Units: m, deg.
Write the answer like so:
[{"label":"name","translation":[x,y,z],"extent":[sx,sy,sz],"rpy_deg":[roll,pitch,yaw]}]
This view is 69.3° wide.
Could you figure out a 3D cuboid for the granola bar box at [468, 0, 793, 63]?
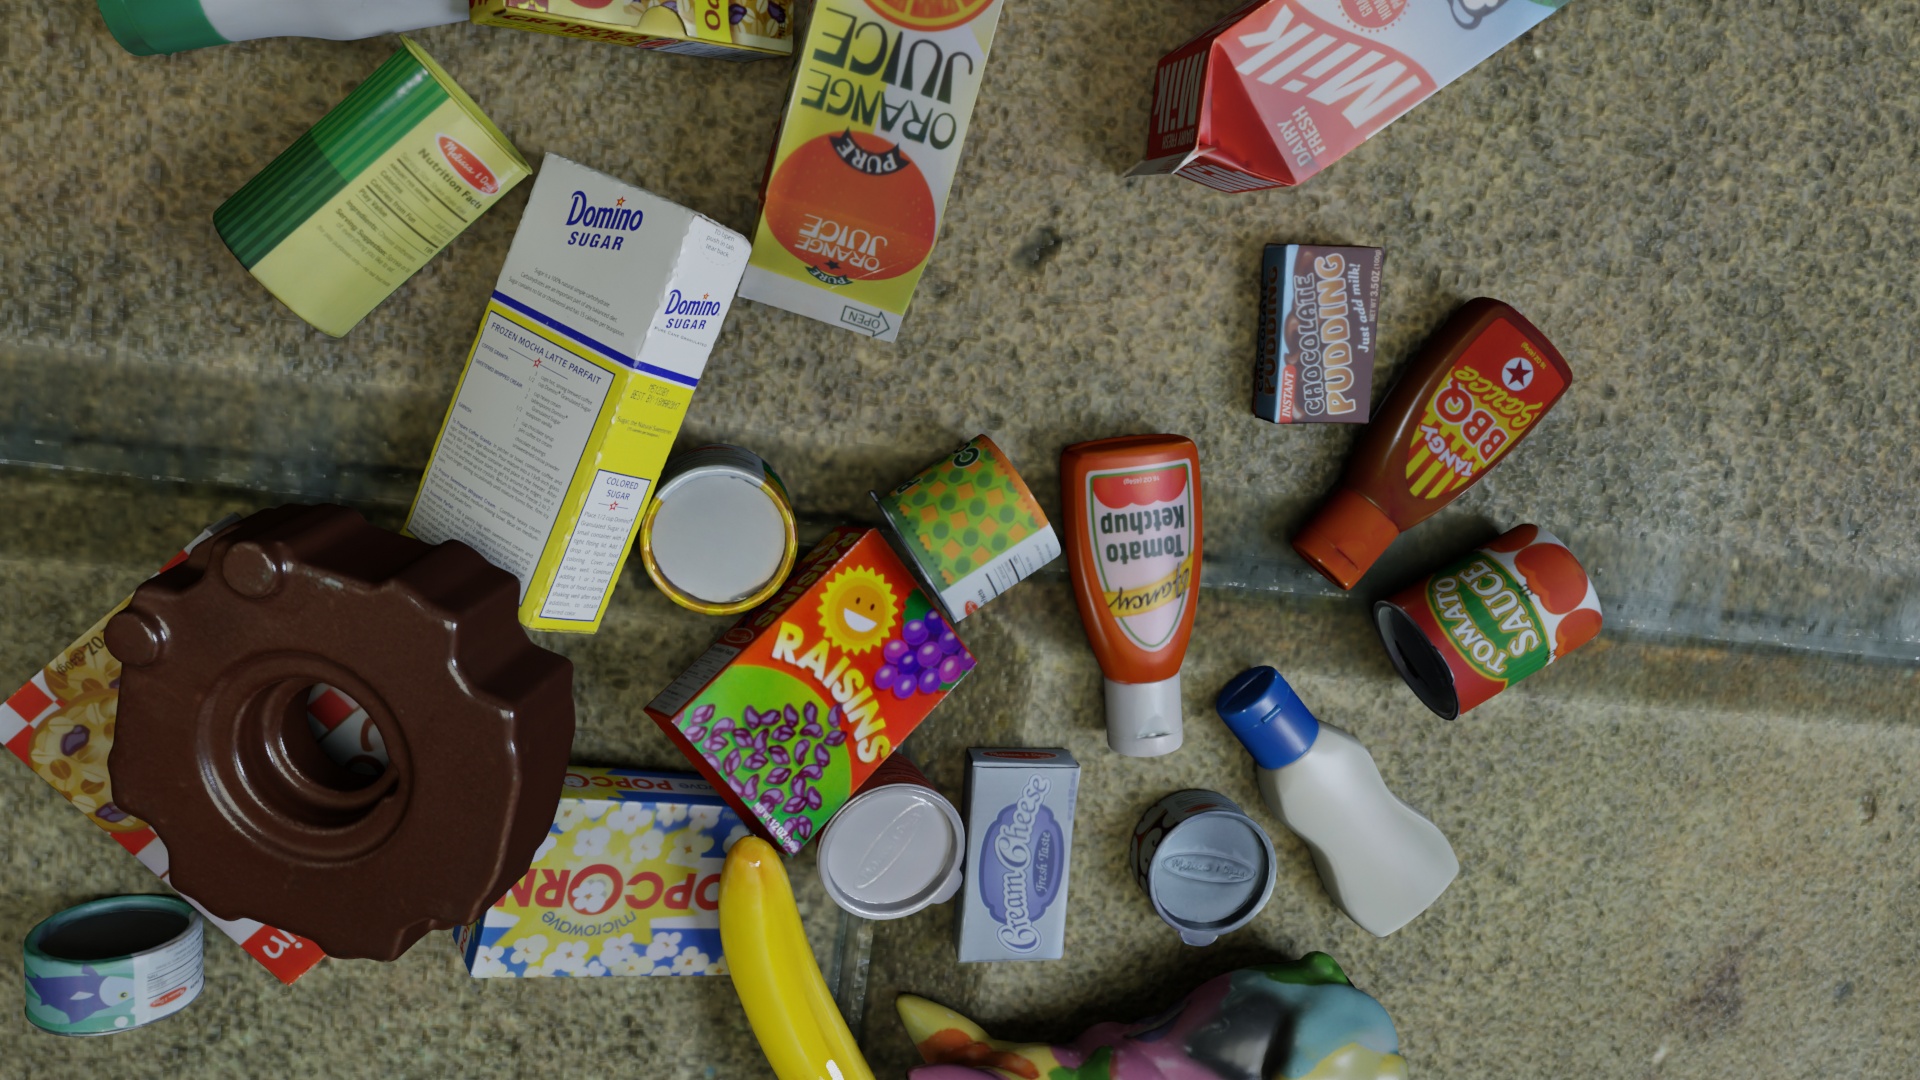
[{"label":"granola bar box","translation":[-0.122,-0.277,0.531],"extent":[0.124,0.039,0.165],"rpy_deg":[-7,104,-40]}]

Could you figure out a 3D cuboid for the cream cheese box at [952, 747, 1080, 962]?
[{"label":"cream cheese box","translation":[0.026,0.154,0.678],"extent":[0.053,0.024,0.103],"rpy_deg":[2,100,-10]}]

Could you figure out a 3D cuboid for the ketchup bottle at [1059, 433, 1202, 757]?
[{"label":"ketchup bottle","translation":[0.083,0.026,0.654],"extent":[0.065,0.043,0.148],"rpy_deg":[-7,103,-9]}]

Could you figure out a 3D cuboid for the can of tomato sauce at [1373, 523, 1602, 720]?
[{"label":"can of tomato sauce","translation":[0.256,0.038,0.674],"extent":[0.083,0.071,0.071],"rpy_deg":[-28,105,-4]}]

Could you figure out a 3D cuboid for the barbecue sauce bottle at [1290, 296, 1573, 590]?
[{"label":"barbecue sauce bottle","translation":[0.221,-0.043,0.666],"extent":[0.065,0.044,0.148],"rpy_deg":[41,92,-16]}]

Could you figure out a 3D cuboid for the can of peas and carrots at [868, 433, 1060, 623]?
[{"label":"can of peas and carrots","translation":[0.002,-0.008,0.622],"extent":[0.059,0.071,0.071],"rpy_deg":[-33,105,-3]}]

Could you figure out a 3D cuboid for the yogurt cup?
[{"label":"yogurt cup","translation":[-0.037,0.132,0.643],"extent":[0.072,0.054,0.072],"rpy_deg":[-5,110,-15]}]

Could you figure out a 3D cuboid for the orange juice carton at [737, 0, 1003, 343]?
[{"label":"orange juice carton","translation":[-0.035,-0.184,0.576],"extent":[0.072,0.073,0.192],"rpy_deg":[14,98,-13]}]

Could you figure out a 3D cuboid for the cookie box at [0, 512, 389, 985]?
[{"label":"cookie box","translation":[-0.301,0.091,0.597],"extent":[0.123,0.040,0.167],"rpy_deg":[-41,105,-1]}]

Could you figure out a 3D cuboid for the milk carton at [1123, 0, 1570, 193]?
[{"label":"milk carton","translation":[0.159,-0.212,0.606],"extent":[0.191,0.072,0.073],"rpy_deg":[-34,105,-2]}]

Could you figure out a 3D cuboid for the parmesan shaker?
[{"label":"parmesan shaker","translation":[-0.234,-0.140,0.550],"extent":[0.103,0.071,0.071],"rpy_deg":[-41,105,0]}]

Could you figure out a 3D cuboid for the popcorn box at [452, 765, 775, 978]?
[{"label":"popcorn box","translation":[-0.150,0.147,0.618],"extent":[0.127,0.038,0.085],"rpy_deg":[10,101,-31]}]

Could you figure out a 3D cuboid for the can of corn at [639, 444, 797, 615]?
[{"label":"can of corn","translation":[-0.105,-0.003,0.606],"extent":[0.071,0.058,0.071],"rpy_deg":[-2,102,-10]}]

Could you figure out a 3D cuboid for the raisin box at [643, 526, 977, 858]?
[{"label":"raisin box","translation":[-0.063,0.064,0.614],"extent":[0.124,0.040,0.086],"rpy_deg":[-45,110,-22]}]

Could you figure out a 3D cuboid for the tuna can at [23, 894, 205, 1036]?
[{"label":"tuna can","translation":[-0.362,0.179,0.591],"extent":[0.071,0.071,0.032],"rpy_deg":[2,100,-11]}]

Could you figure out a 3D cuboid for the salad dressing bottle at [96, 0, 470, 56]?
[{"label":"salad dressing bottle","translation":[-0.253,-0.218,0.539],"extent":[0.148,0.064,0.043],"rpy_deg":[-11,140,-1]}]

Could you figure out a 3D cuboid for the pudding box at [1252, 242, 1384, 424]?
[{"label":"pudding box","translation":[0.167,-0.097,0.652],"extent":[0.050,0.030,0.083],"rpy_deg":[1,101,-9]}]

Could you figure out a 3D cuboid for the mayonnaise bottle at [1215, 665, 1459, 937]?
[{"label":"mayonnaise bottle","translation":[0.185,0.127,0.694],"extent":[0.065,0.041,0.148],"rpy_deg":[-40,104,-2]}]

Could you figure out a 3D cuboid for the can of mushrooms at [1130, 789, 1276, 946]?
[{"label":"can of mushrooms","translation":[0.120,0.162,0.692],"extent":[0.071,0.033,0.071],"rpy_deg":[-2,101,-11]}]
